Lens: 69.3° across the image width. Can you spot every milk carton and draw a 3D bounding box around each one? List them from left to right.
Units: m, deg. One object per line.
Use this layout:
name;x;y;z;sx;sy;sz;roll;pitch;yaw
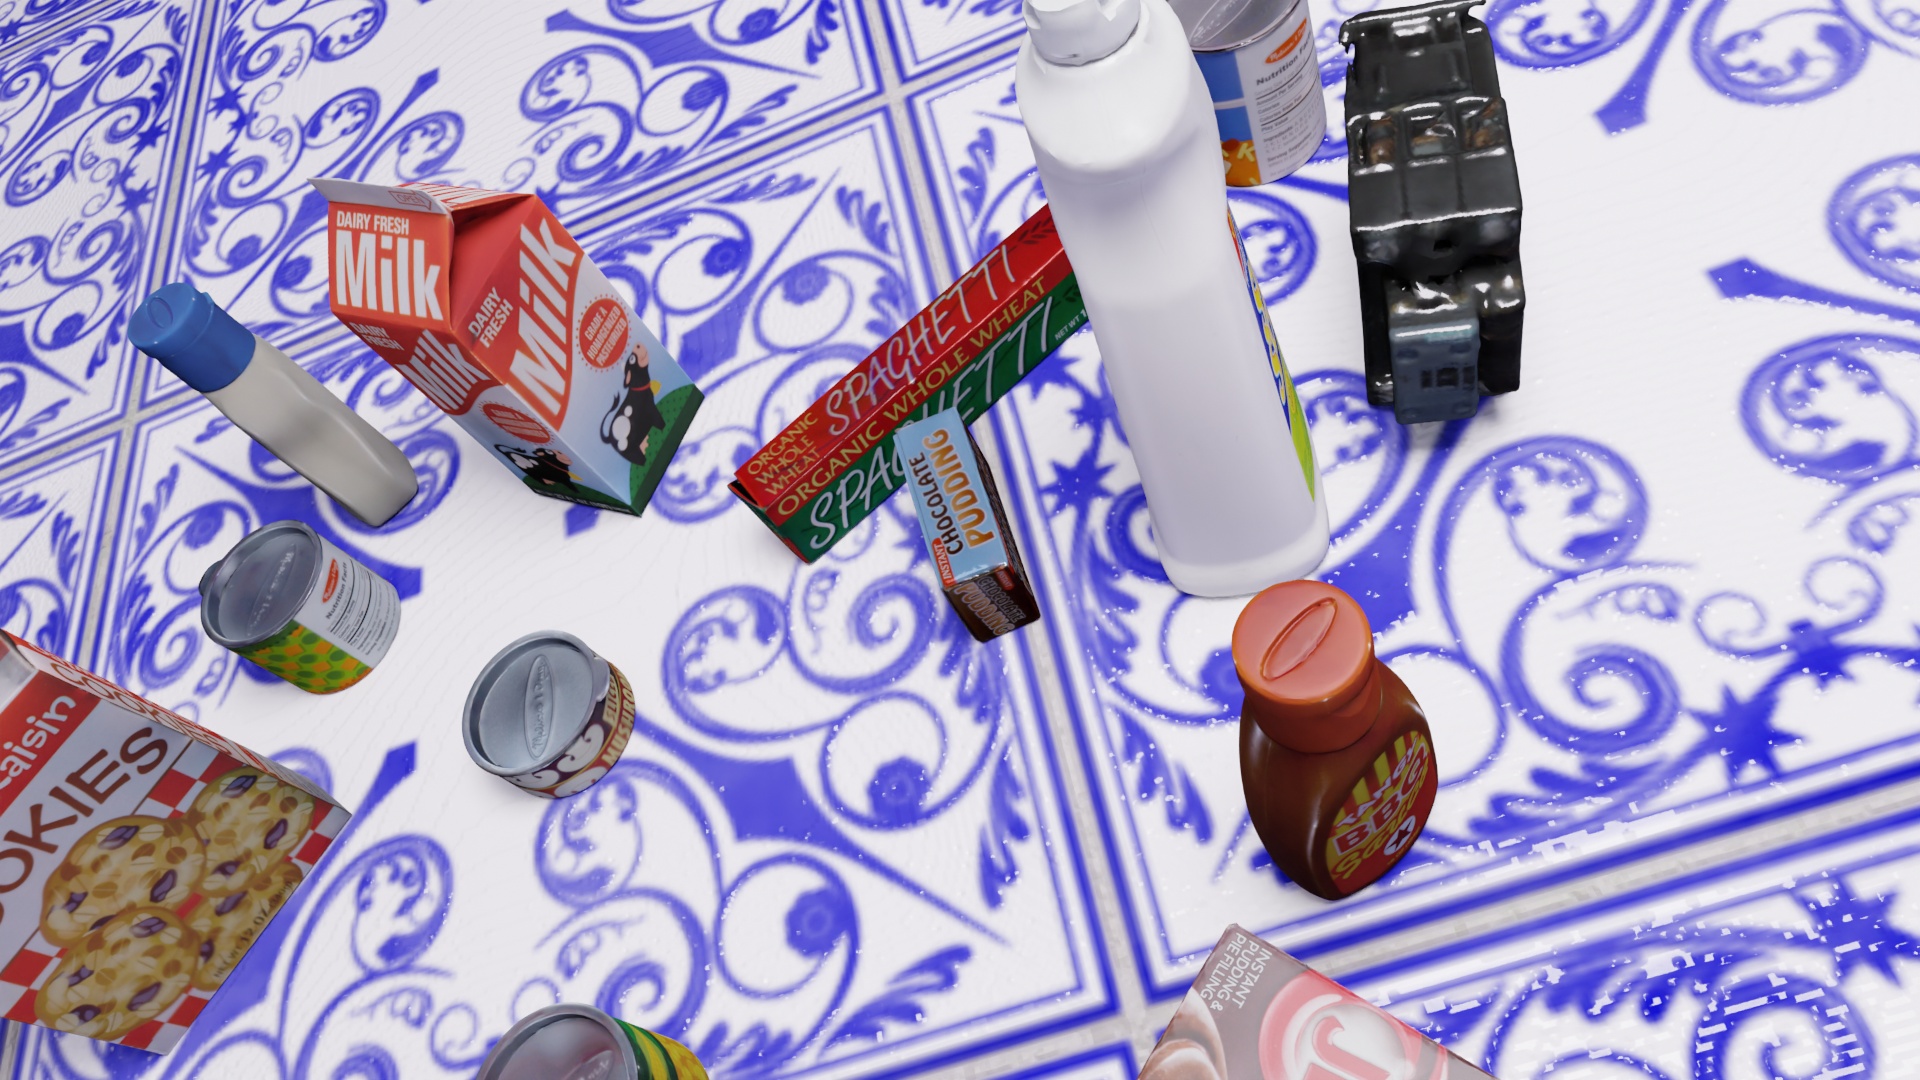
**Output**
milk carton;-0.198;-0.092;0.609;0.072;0.190;0.074;11;66;27

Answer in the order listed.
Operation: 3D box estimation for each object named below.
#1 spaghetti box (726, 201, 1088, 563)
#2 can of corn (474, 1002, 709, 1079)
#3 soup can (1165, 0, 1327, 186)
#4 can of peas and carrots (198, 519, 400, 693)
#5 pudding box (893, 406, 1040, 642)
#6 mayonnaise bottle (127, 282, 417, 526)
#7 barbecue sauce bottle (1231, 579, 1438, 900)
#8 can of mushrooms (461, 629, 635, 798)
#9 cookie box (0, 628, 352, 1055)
spaghetti box;0.008;-0.088;0.611;0.250;0.050;0.029;-42;55;-6
can of corn;-0.126;0.203;0.484;0.071;0.058;0.071;-10;58;16
soup can;0.123;-0.211;0.619;0.071;0.083;0.071;-10;58;16
can of peas and carrots;-0.315;0.033;0.662;0.071;0.058;0.071;-10;58;16
pudding box;0.002;-0.007;0.565;0.030;0.049;0.084;-23;55;8
mayonnaise bottle;-0.329;-0.065;0.672;0.041;0.147;0.065;-45;55;-7
barbecue sauce bottle;0.111;0.060;0.420;0.065;0.148;0.044;-46;55;-8
can of mushrooms;-0.174;0.074;0.596;0.071;0.033;0.071;-10;58;16
cookie box;-0.348;0.125;0.552;0.040;0.167;0.123;25;72;32
